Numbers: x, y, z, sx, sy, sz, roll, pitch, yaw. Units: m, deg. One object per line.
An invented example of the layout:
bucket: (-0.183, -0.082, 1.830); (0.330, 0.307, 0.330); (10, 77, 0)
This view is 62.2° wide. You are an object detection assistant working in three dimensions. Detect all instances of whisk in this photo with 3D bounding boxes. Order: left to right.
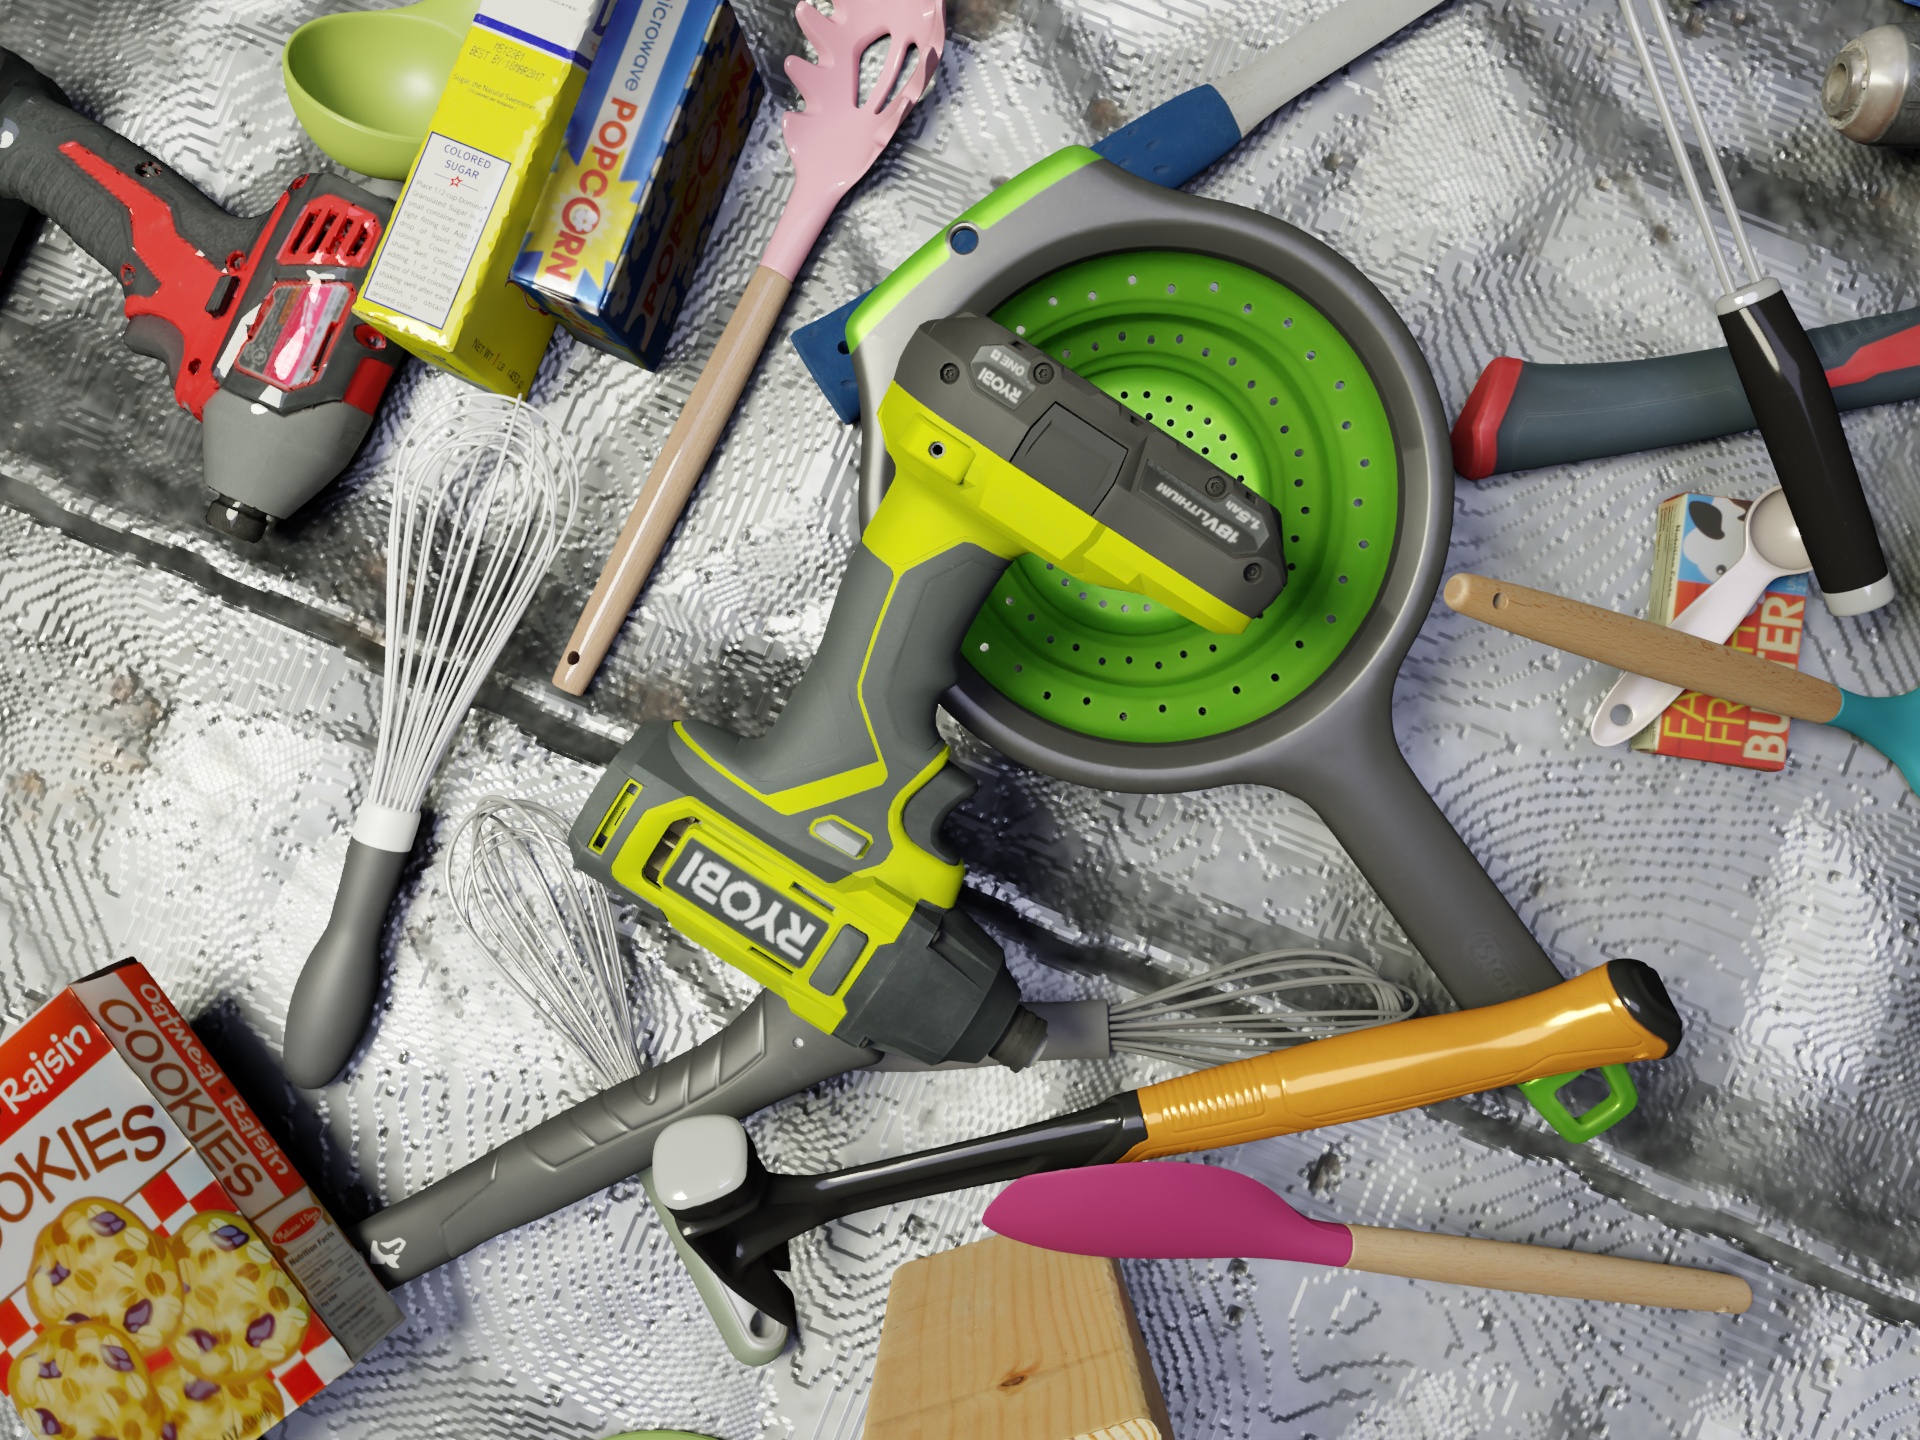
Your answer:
whisk: (-0.213, 0.009, 0.618); (0.070, 0.070, 0.284); (19, 94, 1)
whisk: (-0.129, 0.140, 0.615); (0.058, 0.059, 0.246); (-29, 93, -43)
whisk: (0.055, 0.117, 0.615); (0.239, 0.055, 0.055); (-4, 88, 5)

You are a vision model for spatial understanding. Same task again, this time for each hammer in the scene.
hammer: (-0.177, 0.184, 0.590); (0.335, 0.035, 0.146); (-28, 89, 11)
hammer: (0.074, 0.140, 0.545); (0.337, 0.127, 0.034); (-13, 52, 2)
hammer: (0.109, -0.250, 0.626); (0.405, 0.035, 0.144); (-33, 89, 0)
hammer: (0.387, -0.130, 0.618); (0.386, 0.038, 0.143); (-11, 90, 0)

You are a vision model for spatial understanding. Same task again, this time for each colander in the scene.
colander: (0.117, -0.016, 0.593); (0.204, 0.094, 0.397); (-36, 95, 6)

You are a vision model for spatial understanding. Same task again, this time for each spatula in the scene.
spatula: (0.307, -0.012, 0.579); (0.317, 0.044, 0.082); (12, 91, -24)

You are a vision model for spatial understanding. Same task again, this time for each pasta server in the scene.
pasta server: (-0.088, -0.154, 0.626); (0.060, 0.040, 0.316); (27, 90, 17)

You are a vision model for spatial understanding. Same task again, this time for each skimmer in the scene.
skimmer: (0.256, -0.210, 0.586); (0.127, 0.090, 0.363); (-24, 97, 4)

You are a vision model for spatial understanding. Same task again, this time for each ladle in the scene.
ladle: (-0.157, -0.350, 0.624); (0.078, 0.062, 0.320); (31, 86, -1)

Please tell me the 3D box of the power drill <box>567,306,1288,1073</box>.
power drill: (-0.001, -0.002, 0.517); (0.171, 0.080, 0.223); (33, 103, -3)

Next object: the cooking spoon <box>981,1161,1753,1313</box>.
cooking spoon: (0.159, 0.191, 0.571); (0.318, 0.068, 0.017); (13, 45, -19)

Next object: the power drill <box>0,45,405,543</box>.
power drill: (-0.326, -0.168, 0.613); (0.219, 0.078, 0.143); (24, 89, -1)

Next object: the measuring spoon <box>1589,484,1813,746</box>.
measuring spoon: (0.283, -0.038, 0.606); (0.034, 0.018, 0.124); (41, 96, 5)

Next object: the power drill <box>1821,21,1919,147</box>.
power drill: (0.402, -0.145, 0.561); (0.185, 0.084, 0.226); (2, 87, 1)

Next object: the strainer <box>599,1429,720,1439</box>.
strainer: (-0.170, 0.347, 0.597); (0.256, 0.069, 0.151); (8, 89, 0)
